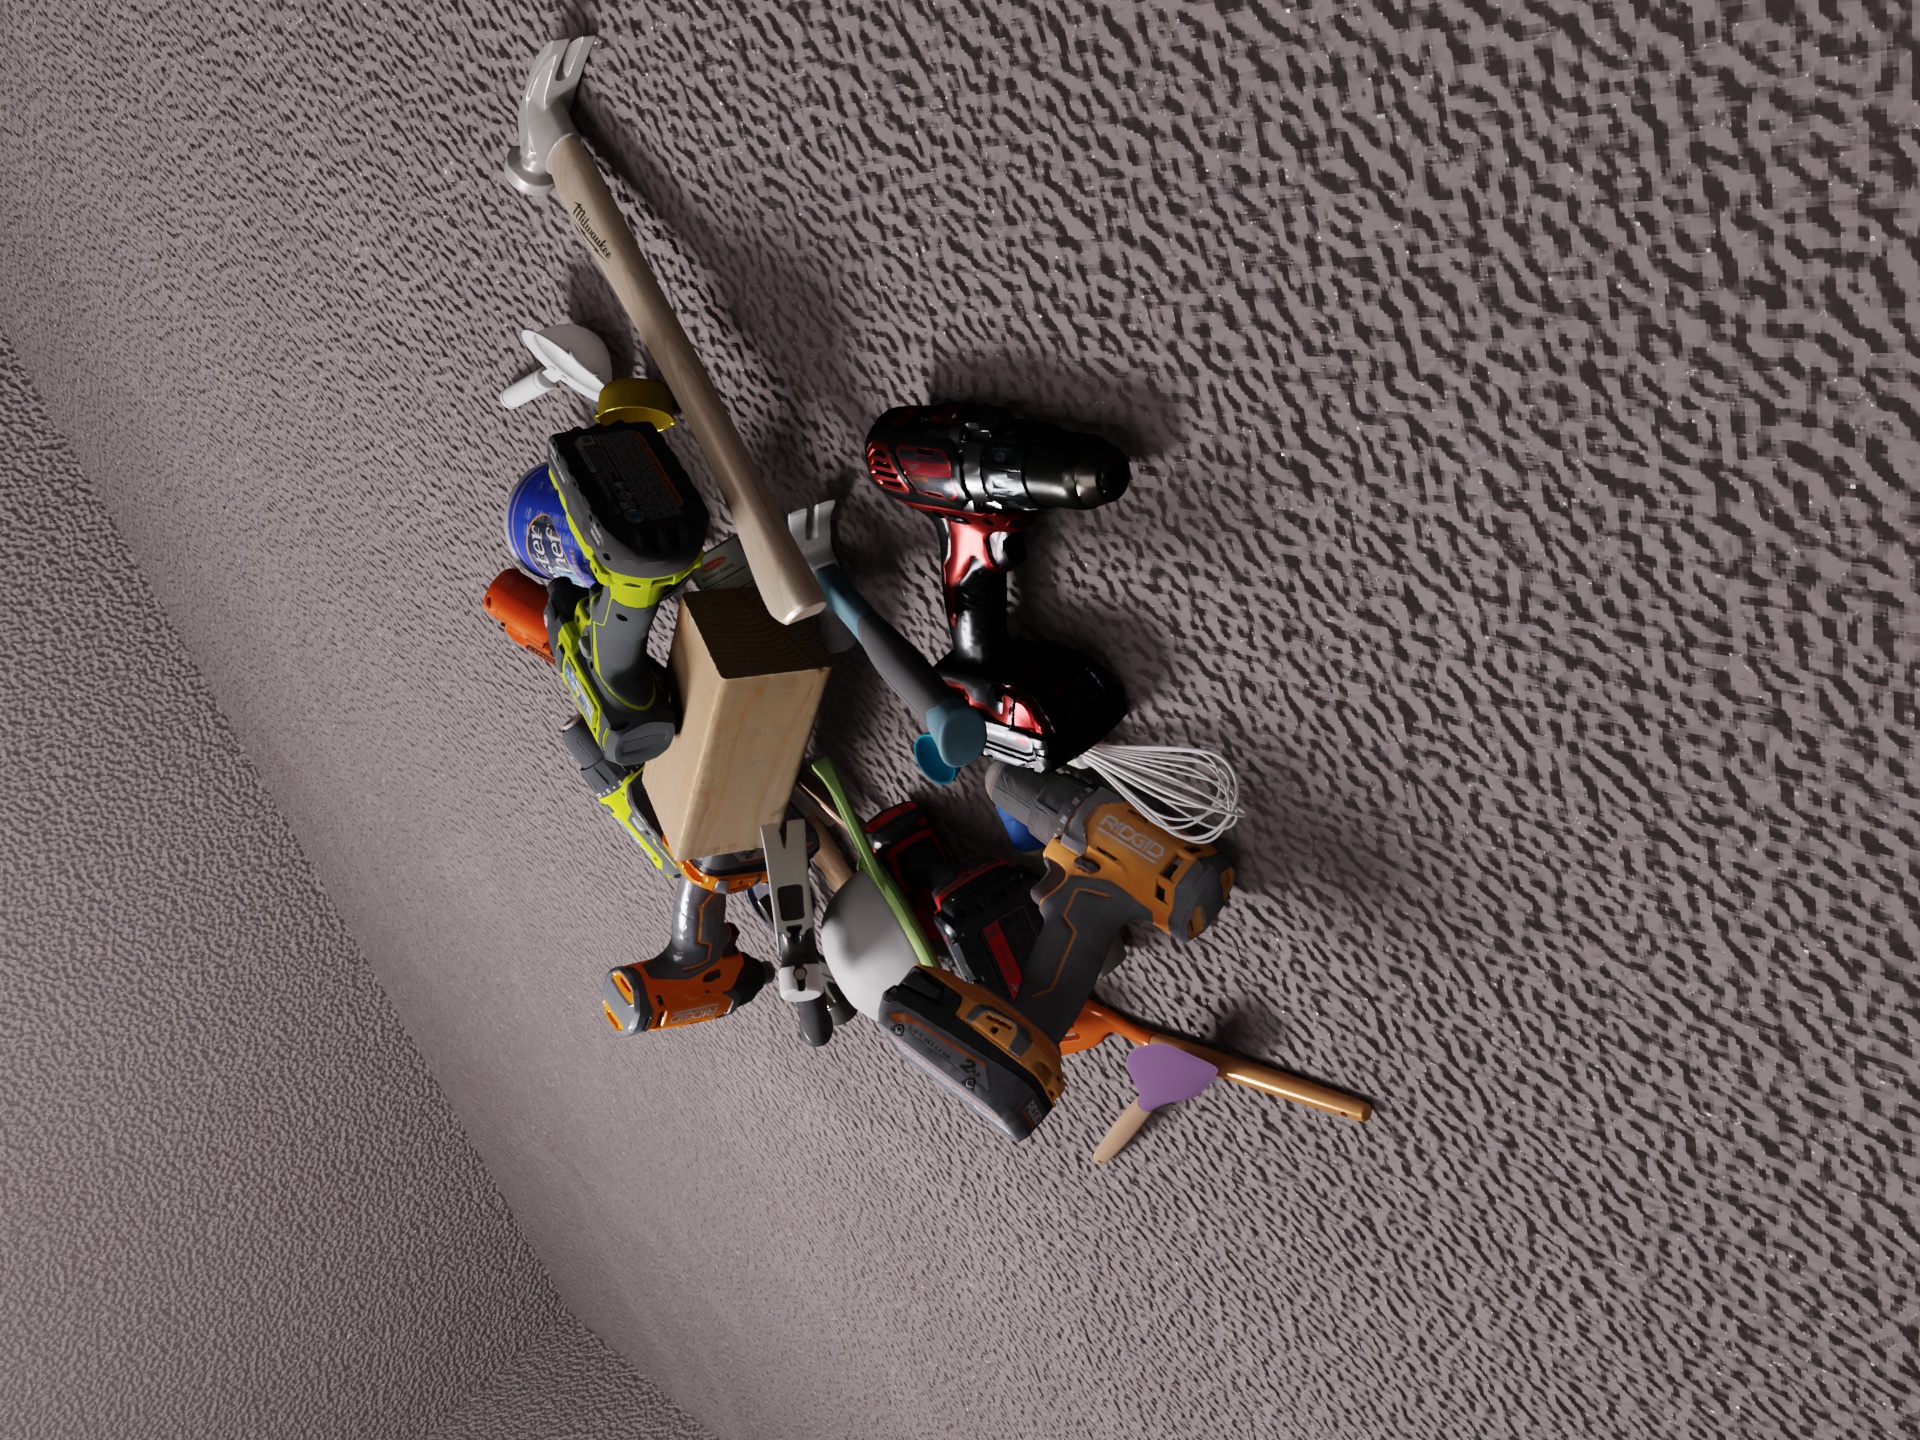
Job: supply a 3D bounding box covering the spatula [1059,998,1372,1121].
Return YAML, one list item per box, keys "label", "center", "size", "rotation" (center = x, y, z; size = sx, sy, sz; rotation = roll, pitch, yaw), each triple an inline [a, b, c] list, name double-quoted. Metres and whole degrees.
- label: "spatula"
  center: [0.158, 0.251, 1.175]
  size: [0.323, 0.041, 0.081]
  rotation: [8, 133, 47]

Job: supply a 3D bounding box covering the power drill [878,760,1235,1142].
- label: "power drill"
  center: [0.043, 0.134, 1.039]
  size: [0.185, 0.226, 0.084]
  rotation: [32, 161, 28]

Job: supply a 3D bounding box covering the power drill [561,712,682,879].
- label: "power drill"
  center: [-0.286, 0.075, 1.496]
  size: [0.190, 0.080, 0.228]
  rotation: [53, 161, -19]

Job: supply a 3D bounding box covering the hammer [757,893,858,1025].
- label: "hammer"
  center: [-0.050, 0.230, 1.354]
  size: [0.359, 0.037, 0.149]
  rotation: [6, 128, 55]

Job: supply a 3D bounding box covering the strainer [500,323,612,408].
- label: "strainer"
  center: [-0.334, -0.282, 1.292]
  size: [0.086, 0.050, 0.258]
  rotation: [40, 161, -26]

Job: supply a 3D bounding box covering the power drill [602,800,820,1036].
- label: "power drill"
  center: [-0.204, 0.168, 1.372]
  size: [0.084, 0.164, 0.226]
  rotation: [44, 122, 35]

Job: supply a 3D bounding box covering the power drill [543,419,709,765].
- label: "power drill"
  center: [-0.252, -0.098, 1.143]
  size: [0.171, 0.080, 0.223]
  rotation: [56, 145, 28]

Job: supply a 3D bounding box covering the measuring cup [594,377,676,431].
- label: "measuring cup"
  center: [-0.262, -0.233, 1.252]
  size: [0.156, 0.062, 0.029]
  rotation: [157, 112, -70]

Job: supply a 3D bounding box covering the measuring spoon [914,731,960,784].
- label: "measuring spoon"
  center: [-0.002, -0.004, 1.163]
  size: [0.042, 0.021, 0.128]
  rotation: [41, 137, 20]

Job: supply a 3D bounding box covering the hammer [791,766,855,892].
- label: "hammer"
  center: [-0.080, 0.180, 1.420]
  size: [0.130, 0.031, 0.331]
  rotation: [-17, 107, 57]

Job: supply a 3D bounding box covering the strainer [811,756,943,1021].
- label: "strainer"
  center: [-0.080, 0.141, 1.188]
  size: [0.152, 0.069, 0.256]
  rotation: [45, 160, 55]

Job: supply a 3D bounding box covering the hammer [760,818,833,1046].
- label: "hammer"
  center: [-0.130, 0.203, 1.327]
  size: [0.334, 0.035, 0.146]
  rotation: [93, 168, -64]

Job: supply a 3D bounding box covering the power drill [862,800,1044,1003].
- label: "power drill"
  center: [0.002, 0.151, 1.209]
  size: [0.220, 0.078, 0.143]
  rotation: [26, 142, 65]

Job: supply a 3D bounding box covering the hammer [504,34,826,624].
- label: "hammer"
  center: [-0.193, -0.255, 1.075]
  size: [0.411, 0.038, 0.146]
  rotation: [62, 148, 6]

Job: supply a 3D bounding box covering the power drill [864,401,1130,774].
- label: "power drill"
  center: [0.038, -0.084, 0.975]
  size: [0.188, 0.080, 0.226]
  rotation: [15, 129, 44]

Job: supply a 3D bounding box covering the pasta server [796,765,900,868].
- label: "pasta server"
  center: [-0.122, 0.048, 1.321]
  size: [0.316, 0.040, 0.060]
  rotation: [43, 139, -4]

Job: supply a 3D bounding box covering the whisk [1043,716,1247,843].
- label: "whisk"
  center: [0.087, 0.022, 1.041]
  size: [0.246, 0.059, 0.058]
  rotation: [22, 99, 45]

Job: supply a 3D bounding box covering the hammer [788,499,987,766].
- label: "hammer"
  center: [-0.053, -0.052, 1.039]
  size: [0.331, 0.033, 0.128]
  rotation: [-131, 24, -59]

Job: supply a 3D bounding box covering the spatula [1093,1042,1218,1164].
- label: "spatula"
  center: [0.137, 0.302, 1.232]
  size: [0.060, 0.018, 0.315]
  rotation: [24, 152, 6]
